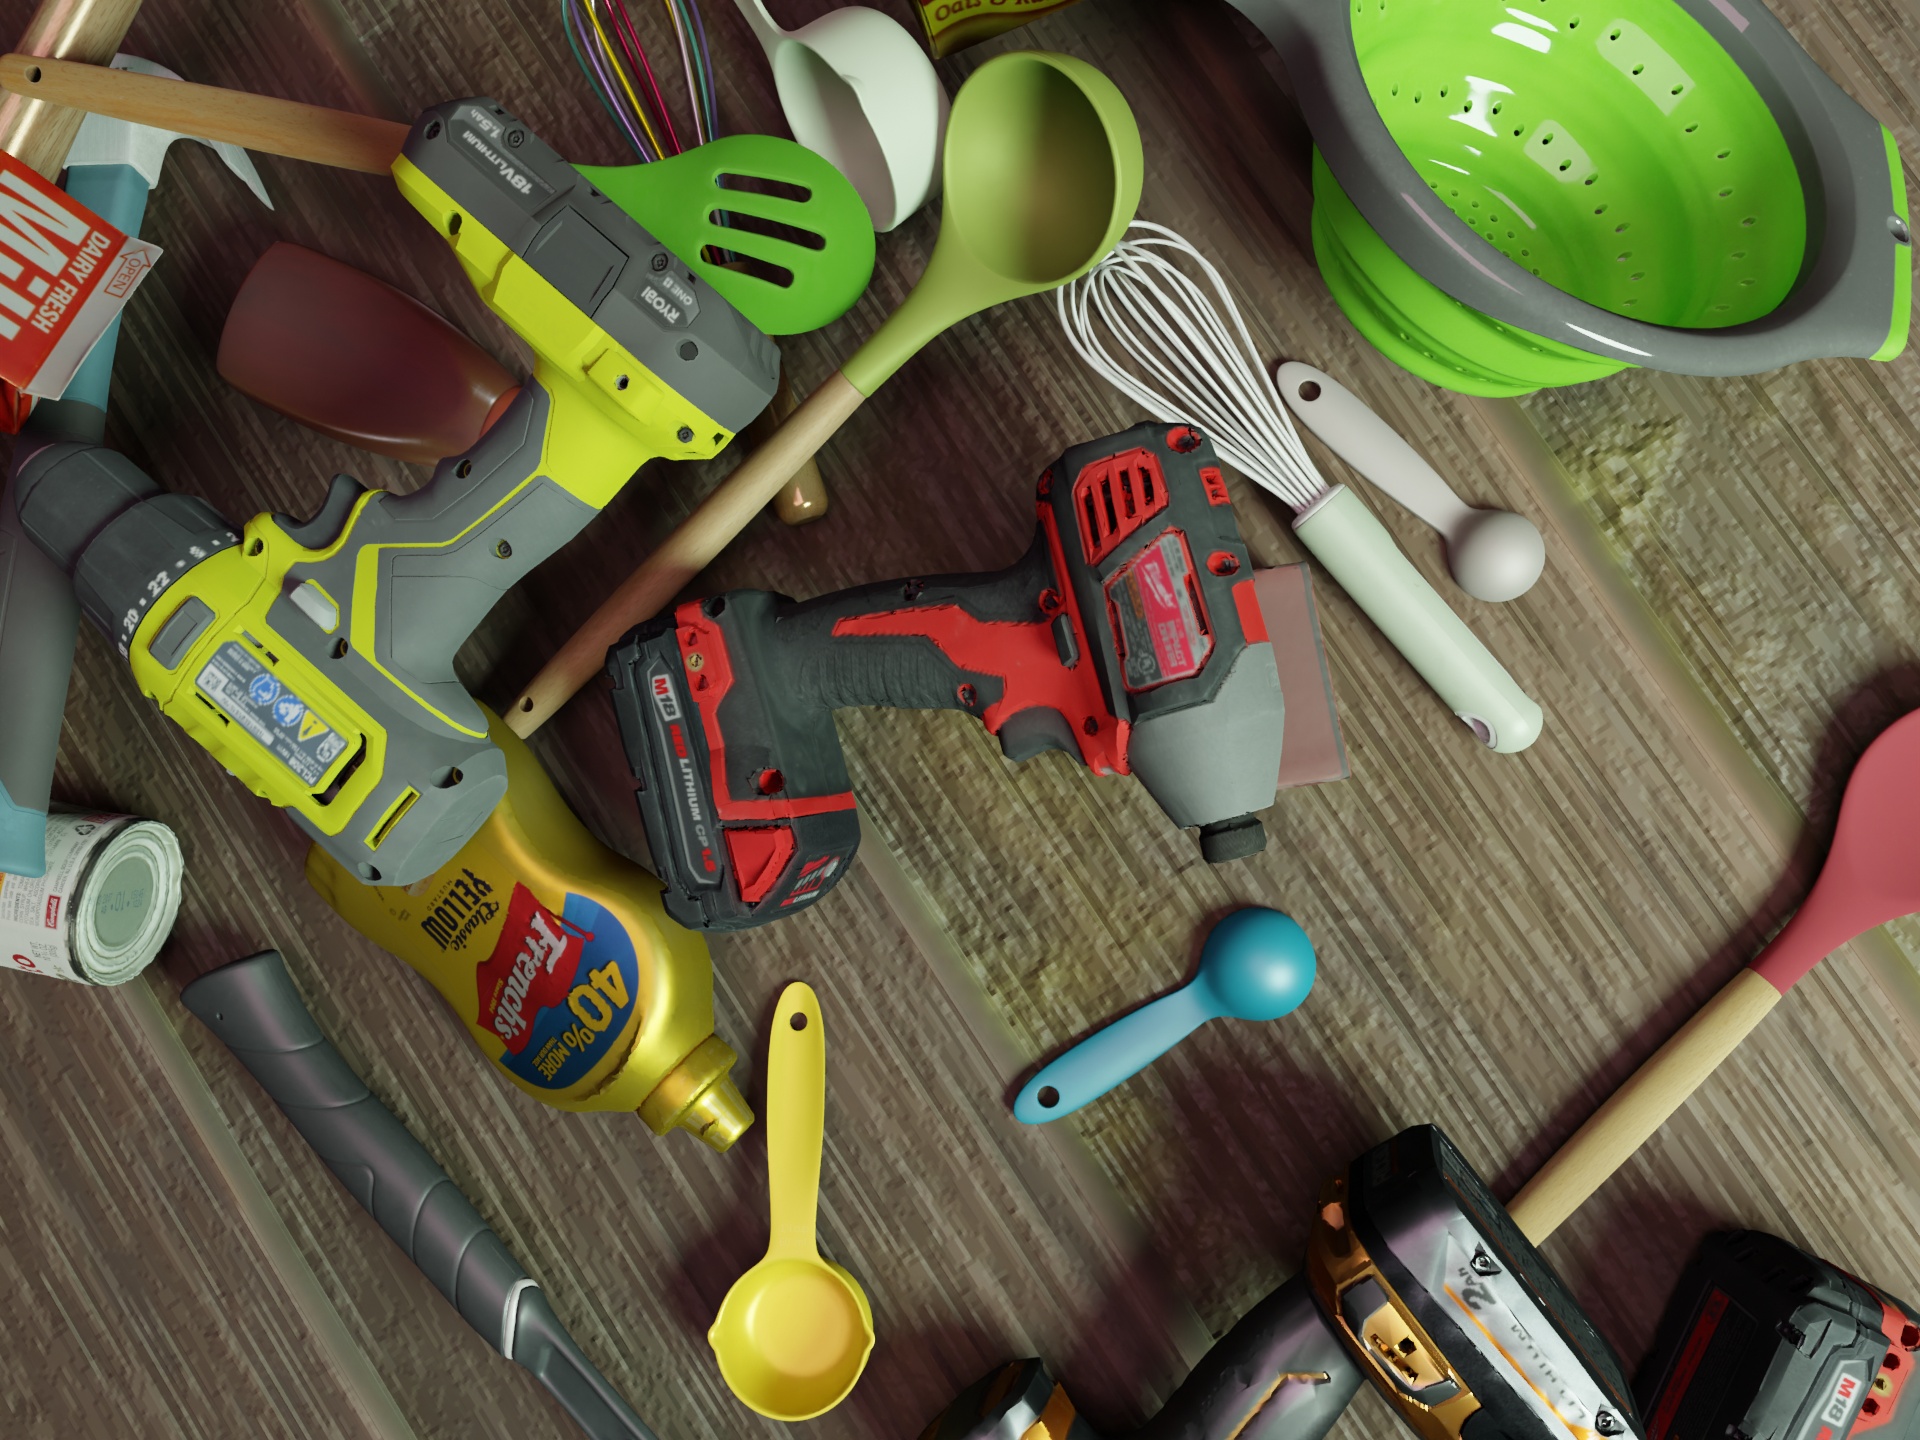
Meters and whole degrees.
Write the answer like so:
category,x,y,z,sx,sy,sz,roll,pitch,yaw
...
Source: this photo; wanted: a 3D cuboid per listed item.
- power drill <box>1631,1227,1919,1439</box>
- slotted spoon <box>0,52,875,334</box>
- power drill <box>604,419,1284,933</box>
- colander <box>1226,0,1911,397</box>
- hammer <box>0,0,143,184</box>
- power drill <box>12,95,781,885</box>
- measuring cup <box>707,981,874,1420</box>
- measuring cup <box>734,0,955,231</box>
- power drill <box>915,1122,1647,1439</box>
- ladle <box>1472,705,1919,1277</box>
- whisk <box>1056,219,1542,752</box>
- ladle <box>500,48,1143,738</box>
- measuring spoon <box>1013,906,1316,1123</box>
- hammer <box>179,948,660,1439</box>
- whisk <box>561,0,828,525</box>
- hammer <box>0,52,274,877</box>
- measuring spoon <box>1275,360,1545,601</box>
category,x,y,z,sx,sy,sz,roll,pitch,yaw
power drill,0.337,0.293,0.526,0.226,0.080,0.188,24,91,4
slotted spoon,-0.185,-0.199,0.571,0.313,0.031,0.070,11,95,-3
power drill,-0.001,-0.002,0.544,0.219,0.078,0.143,-17,85,20
colander,0.111,-0.206,0.518,0.397,0.094,0.205,21,61,-9
hammer,-0.281,-0.345,0.591,0.031,0.130,0.331,29,93,7
power drill,-0.190,-0.085,0.530,0.190,0.080,0.228,41,96,4
measuring cup,-0.060,0.179,0.602,0.062,0.029,0.157,-2,76,6
measuring cup,-0.057,-0.260,0.581,0.038,0.083,0.167,-34,94,-13
power drill,0.117,0.269,0.541,0.226,0.084,0.185,-39,84,14
ladle,0.268,0.112,0.564,0.069,0.031,0.315,44,95,9
whisk,0.125,-0.084,0.578,0.059,0.058,0.246,-41,89,-6
ladle,-0.062,-0.104,0.568,0.320,0.062,0.078,-43,77,11
measuring spoon,0.074,0.114,0.586,0.128,0.021,0.042,-33,85,3
hammer,-0.150,0.238,0.586,0.409,0.036,0.149,44,117,11
whisk,-0.101,-0.191,0.608,0.051,0.047,0.245,-19,89,4
hammer,-0.342,-0.105,0.603,0.128,0.033,0.331,0,75,6
measuring spoon,0.164,-0.092,0.586,0.124,0.018,0.034,43,93,7
